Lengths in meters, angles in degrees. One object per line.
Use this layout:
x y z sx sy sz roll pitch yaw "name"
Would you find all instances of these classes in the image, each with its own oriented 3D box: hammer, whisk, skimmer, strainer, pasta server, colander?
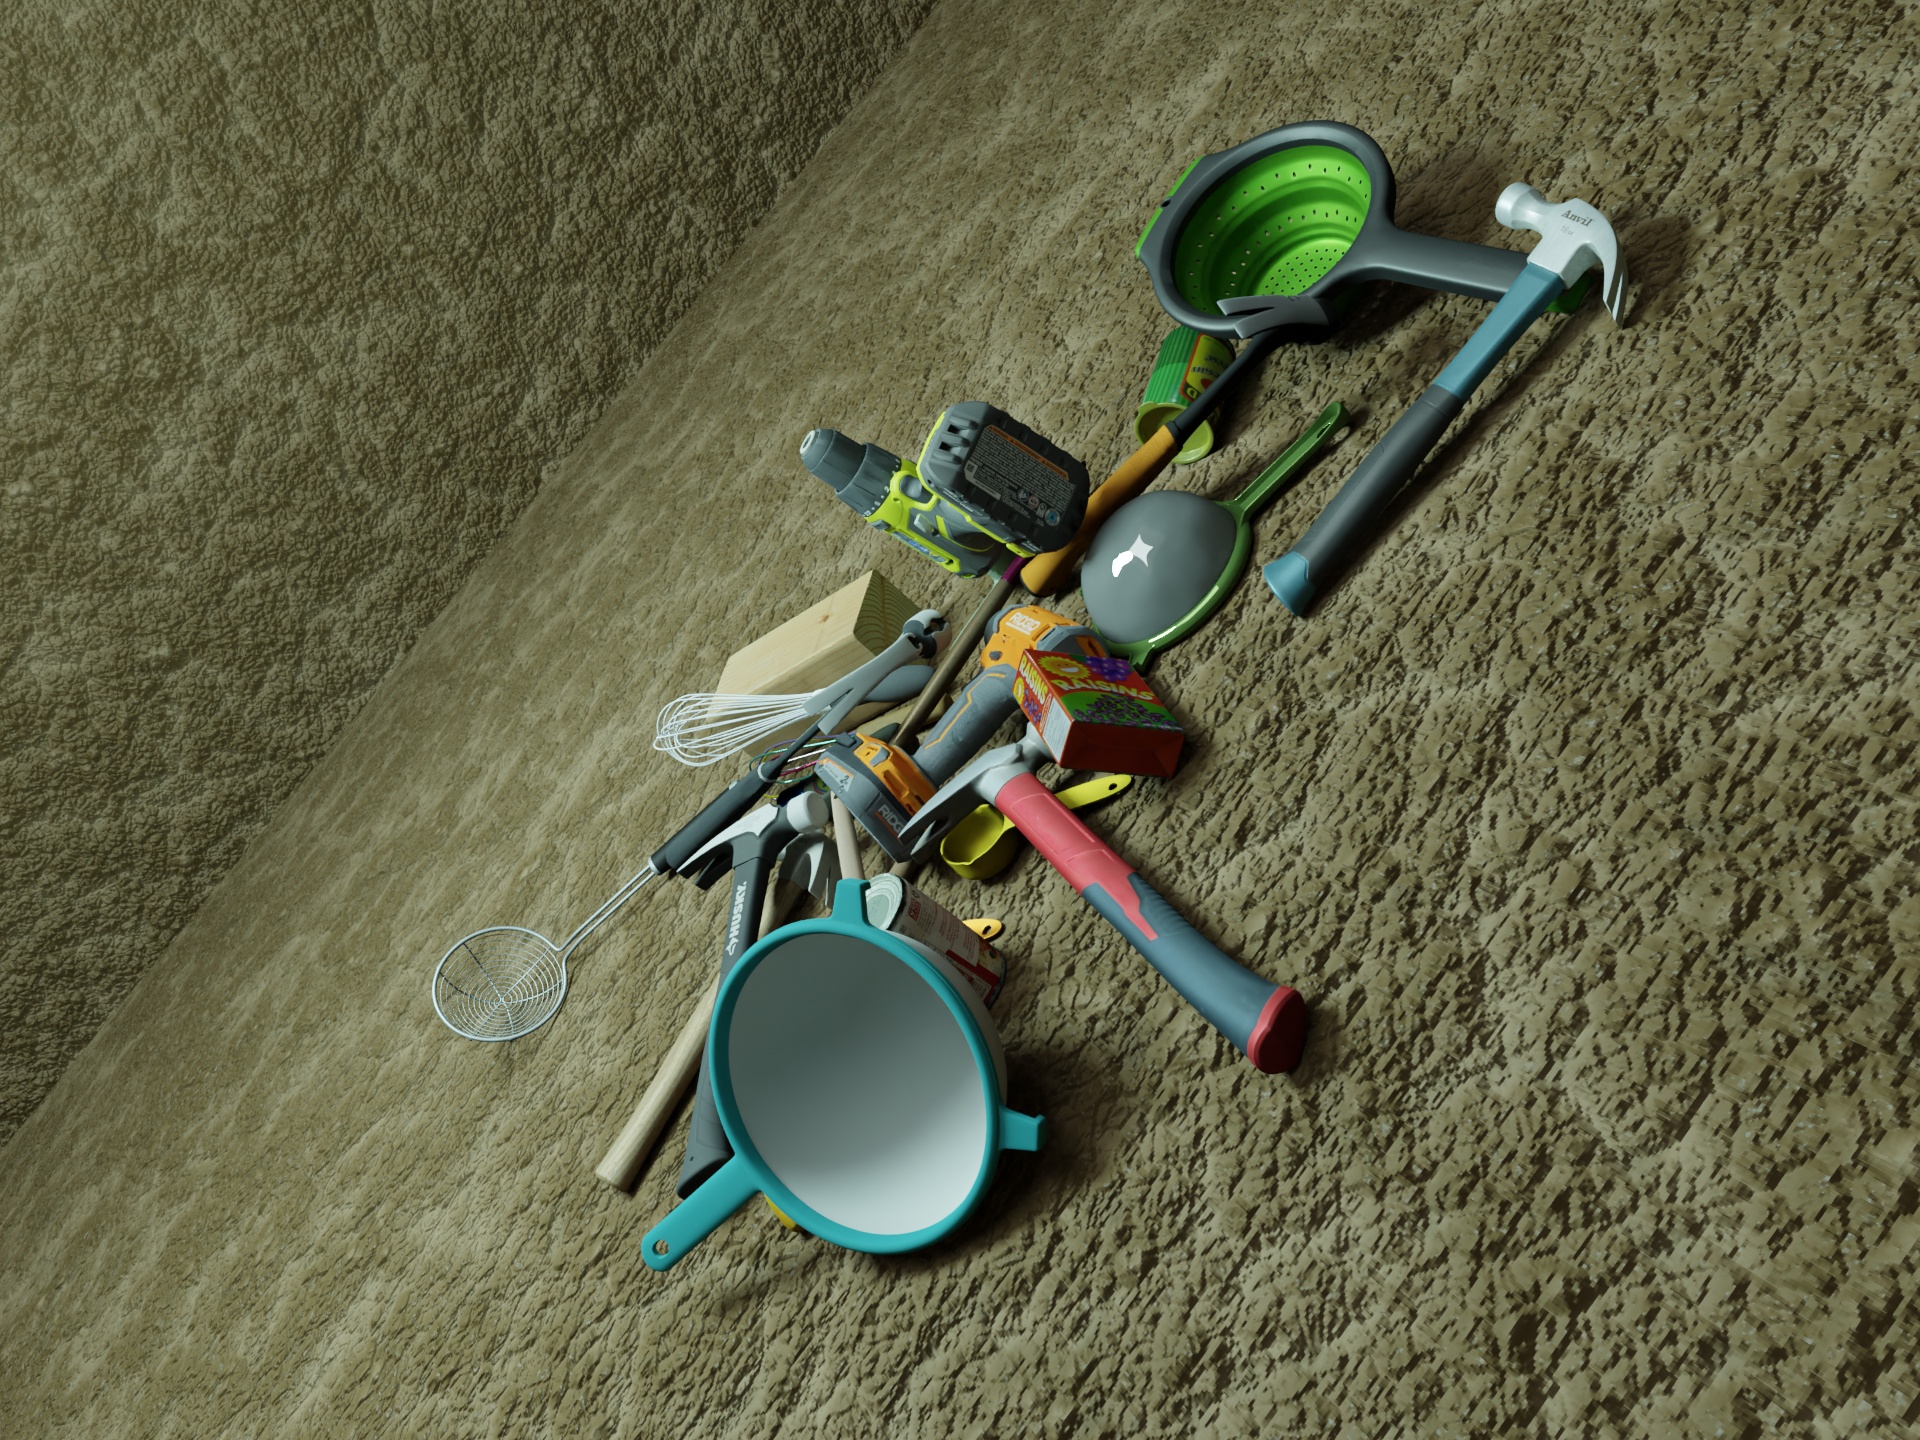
-0.182 0.213 1.245 0.146 0.035 0.335 -26 41 30 "hammer"
-0.149 -0.011 1.425 0.284 0.070 0.070 -12 41 19 "whisk"
-0.102 0.017 1.425 0.245 0.051 0.047 -22 33 37 "whisk"
-0.197 0.232 1.310 0.130 0.031 0.331 1 57 56 "hammer"
-0.355 0.175 1.544 0.363 0.090 0.127 -41 61 10 "skimmer"
-0.088 0.257 1.032 0.340 0.211 0.095 -45 -14 29 "strainer"
0.320 -0.210 1.078 0.331 0.033 0.128 -51 47 7 "hammer"
-0.159 0.041 1.370 0.149 0.036 0.409 -40 0 -44 "hammer"
0.084 0.115 1.007 0.143 0.038 0.387 -39 31 -4 "hammer"
-0.076 0.151 1.195 0.060 0.040 0.317 -25 39 8 "pasta server"
0.180 -0.161 1.205 0.256 0.069 0.152 -44 28 14 "strainer"
0.146 -0.203 1.237 0.336 0.127 0.034 -45 69 41 "hammer"
0.317 -0.346 1.238 0.397 0.094 0.204 30 85 44 "colander"

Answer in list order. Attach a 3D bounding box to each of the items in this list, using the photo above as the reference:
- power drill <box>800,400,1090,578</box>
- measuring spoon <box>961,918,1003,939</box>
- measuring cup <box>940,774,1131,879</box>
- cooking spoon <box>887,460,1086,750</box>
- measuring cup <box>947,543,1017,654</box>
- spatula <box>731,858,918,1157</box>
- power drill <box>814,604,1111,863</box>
-0.017 -0.189 1.289 0.228 0.190 0.080 0 63 64 "power drill"
-0.011 0.160 1.157 0.117 0.011 0.021 -16 40 41 "measuring spoon"
0.058 0.075 1.152 0.156 0.029 0.062 -21 35 23 "measuring cup"
0.026 -0.096 1.354 0.319 0.017 0.068 -57 -14 -18 "cooking spoon"
0.023 -0.130 1.425 0.083 0.038 0.168 1 54 55 "measuring cup"
-0.091 0.193 1.217 0.060 0.018 0.316 17 68 41 "spatula"
-0.002 -0.004 1.249 0.226 0.084 0.164 -41 24 -6 "power drill"
